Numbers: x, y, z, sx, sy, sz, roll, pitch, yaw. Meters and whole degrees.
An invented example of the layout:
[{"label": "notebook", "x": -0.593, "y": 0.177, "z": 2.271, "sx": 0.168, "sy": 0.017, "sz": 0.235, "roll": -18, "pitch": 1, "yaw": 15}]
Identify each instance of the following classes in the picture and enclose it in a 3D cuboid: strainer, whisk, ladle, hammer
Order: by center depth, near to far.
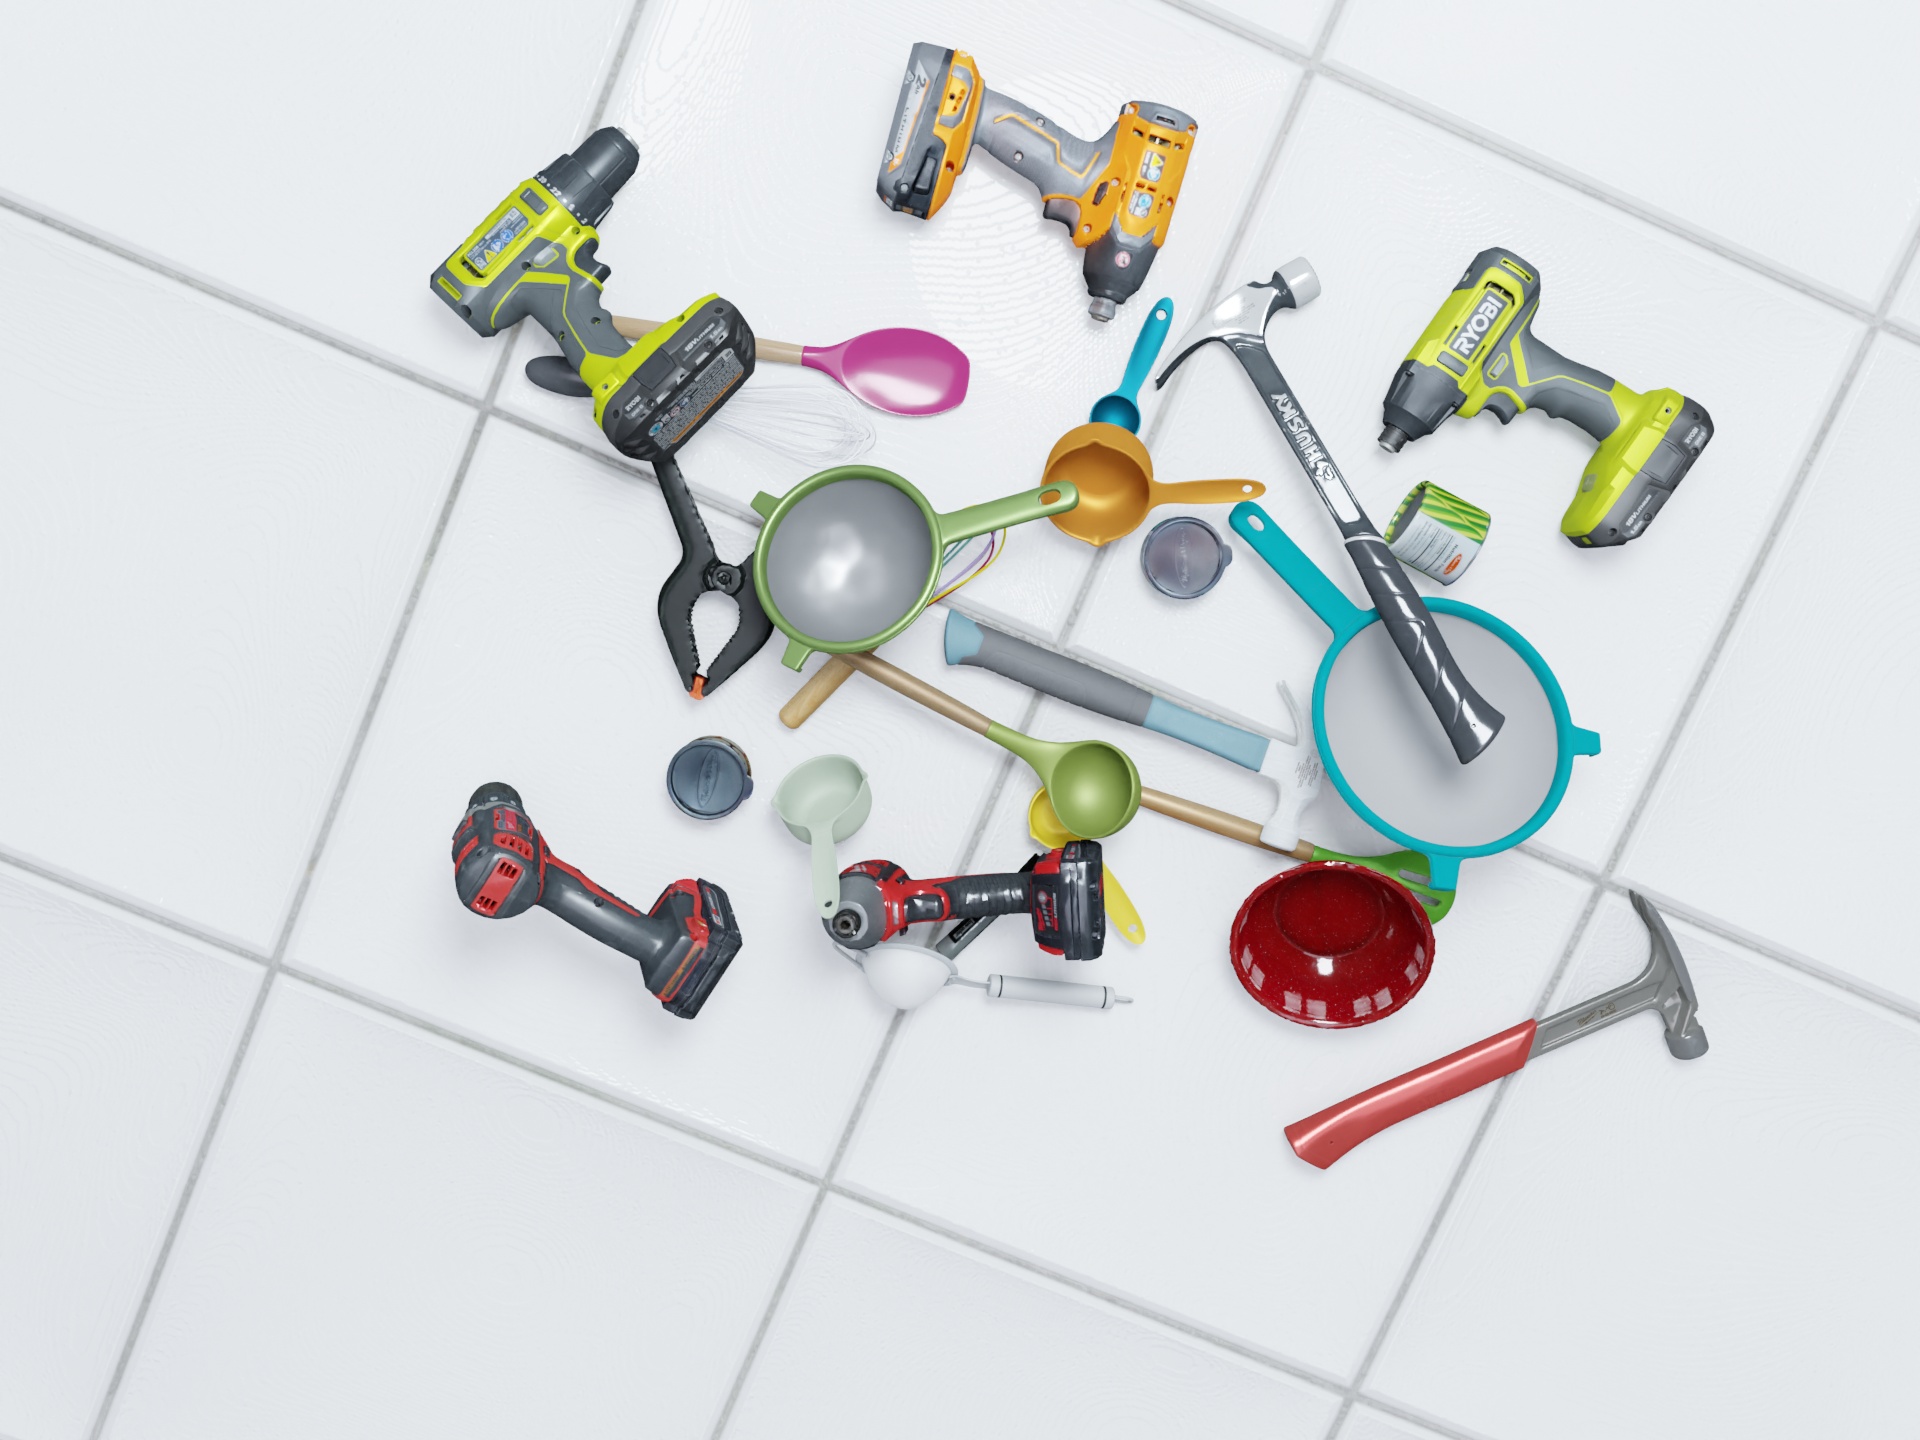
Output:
[{"label": "hammer", "x": 0.296, "y": -0.152, "z": 1.223, "sx": 0.149, "sy": 0.036, "sz": 0.409, "roll": -28, "pitch": 80, "yaw": 6}, {"label": "strainer", "x": -0.030, "y": -0.131, "z": 1.227, "sx": 0.256, "sy": 0.069, "sz": 0.152, "roll": -15, "pitch": 73, "yaw": 7}, {"label": "whisk", "x": -0.205, "y": -0.251, "z": 1.249, "sx": 0.284, "sy": 0.070, "sz": 0.070, "roll": 12, "pitch": 98, "yaw": 3}, {"label": "ladle", "x": -0.002, "y": -0.004, "z": 1.253, "sx": 0.320, "sy": 0.062, "sz": 0.078, "roll": 28, "pitch": 102, "yaw": -3}, {"label": "strainer", "x": 0.324, "y": -0.032, "z": 1.269, "sx": 0.211, "sy": 0.095, "sz": 0.340, "roll": -38, "pitch": 80, "yaw": -18}, {"label": "whisk", "x": -0.055, "y": -0.080, "z": 1.280, "sx": 0.047, "sy": 0.051, "sz": 0.245, "roll": 44, "pitch": 98, "yaw": -12}, {"label": "hammer", "x": 0.138, "y": -0.011, "z": 1.288, "sx": 0.331, "sy": 0.033, "sz": 0.128, "roll": 21, "pitch": 87, "yaw": -1}, {"label": "strainer", "x": 0.020, "y": 0.219, "z": 1.313, "sx": 0.258, "sy": 0.086, "sz": 0.050, "roll": 8, "pitch": 58, "yaw": -11}, {"label": "hammer", "x": 0.439, "y": 0.278, "z": 1.337, "sx": 0.359, "sy": 0.037, "sz": 0.149, "roll": -24, "pitch": 97, "yaw": 2}]

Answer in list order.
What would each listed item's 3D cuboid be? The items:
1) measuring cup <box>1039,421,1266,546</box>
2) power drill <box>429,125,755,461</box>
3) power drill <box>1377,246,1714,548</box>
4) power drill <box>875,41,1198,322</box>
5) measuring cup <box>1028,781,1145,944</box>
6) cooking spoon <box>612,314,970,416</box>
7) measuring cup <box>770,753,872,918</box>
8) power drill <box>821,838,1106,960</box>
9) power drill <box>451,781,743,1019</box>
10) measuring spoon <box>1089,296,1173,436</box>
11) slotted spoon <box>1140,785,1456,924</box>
[{"label": "measuring cup", "x": 0.150, "y": -0.190, "z": 1.243, "sx": 0.173, "sy": 0.052, "sz": 0.095, "roll": 0, "pitch": 127, "yaw": 8}, {"label": "power drill", "x": -0.265, "y": -0.326, "z": 1.205, "sx": 0.228, "sy": 0.080, "sz": 0.190, "roll": 44, "pitch": 89, "yaw": 13}, {"label": "power drill", "x": 0.452, "y": -0.238, "z": 1.249, "sx": 0.223, "sy": 0.080, "sz": 0.171, "roll": 34, "pitch": 95, "yaw": -1}, {"label": "power drill", "x": 0.053, "y": -0.410, "z": 1.218, "sx": 0.226, "sy": 0.084, "sz": 0.164, "roll": 15, "pitch": 98, "yaw": -6}, {"label": "measuring cup", "x": 0.109, "y": 0.118, "z": 1.317, "sx": 0.062, "sy": 0.029, "sz": 0.156, "roll": -31, "pitch": 99, "yaw": 4}, {"label": "cooking spoon", "x": -0.151, "y": -0.294, "z": 1.261, "sx": 0.319, "sy": 0.017, "sz": 0.068, "roll": 9, "pitch": 102, "yaw": -2}, {"label": "measuring cup", "x": -0.103, "y": 0.098, "z": 1.252, "sx": 0.083, "sy": 0.168, "sz": 0.038, "roll": -16, "pitch": 135, "yaw": 7}, {"label": "power drill", "x": 0.001, "y": 0.143, "z": 1.247, "sx": 0.219, "sy": 0.143, "sz": 0.078, "roll": -3, "pitch": 94, "yaw": 8}, {"label": "power drill", "x": -0.296, "y": 0.130, "z": 1.259, "sx": 0.226, "sy": 0.188, "sz": 0.080, "roll": 31, "pitch": 97, "yaw": -23}, {"label": "measuring spoon", "x": 0.139, "y": -0.278, "z": 1.271, "sx": 0.042, "sy": 0.021, "sz": 0.128, "roll": 24, "pitch": 88, "yaw": -6}, {"label": "slotted spoon", "x": 0.265, "y": 0.104, "z": 1.317, "sx": 0.313, "sy": 0.031, "sz": 0.070, "roll": 19, "pitch": 101, "yaw": -2}]
